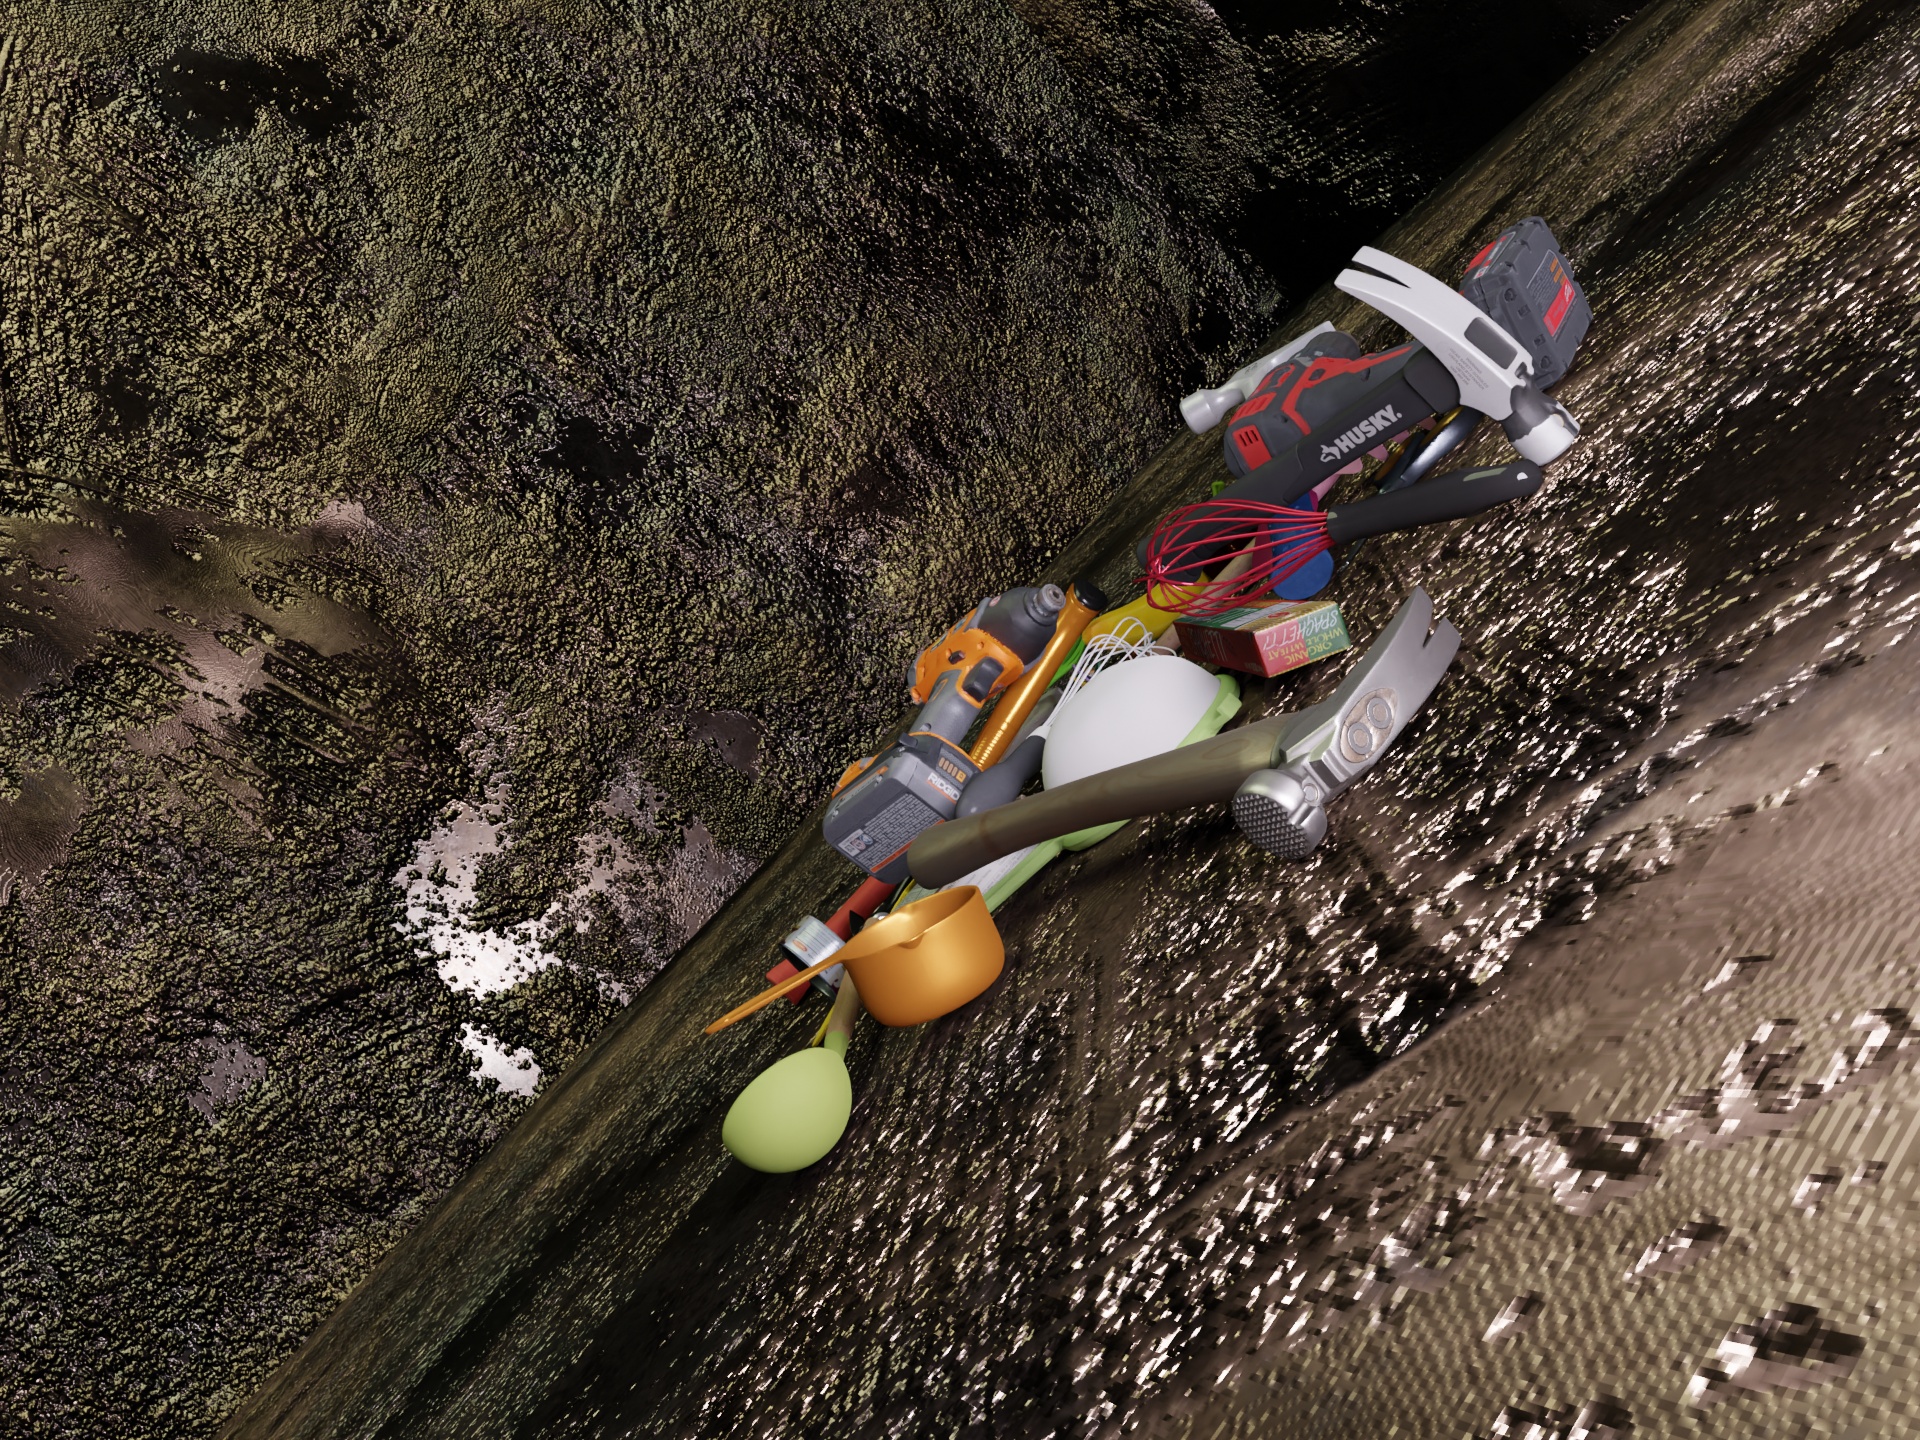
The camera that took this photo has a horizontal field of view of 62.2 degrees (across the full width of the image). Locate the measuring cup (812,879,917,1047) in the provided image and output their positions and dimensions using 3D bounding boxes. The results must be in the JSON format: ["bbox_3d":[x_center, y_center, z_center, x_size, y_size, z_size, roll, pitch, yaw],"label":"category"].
[{"bbox_3d":[-0.055,0.177,1.157,0.156,0.029,0.062,-57,7,-2],"label":"measuring cup"}]

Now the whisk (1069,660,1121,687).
[{"bbox_3d":[0.116,-0.028,1.340,0.047,0.051,0.245,-9,3,4],"label":"whisk"}]

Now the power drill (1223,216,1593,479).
[{"bbox_3d":[0.296,-0.246,1.068,0.227,0.080,0.188,-20,21,42],"label":"power drill"}]

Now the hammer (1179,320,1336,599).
[{"bbox_3d":[0.241,-0.199,1.194,0.144,0.035,0.406,-28,24,20],"label":"hammer"}]

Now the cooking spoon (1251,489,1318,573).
[{"bbox_3d":[0.245,-0.199,1.262,0.068,0.017,0.319,-46,17,28],"label":"cooking spoon"}]

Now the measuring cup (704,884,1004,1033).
[{"bbox_3d":[-0.056,0.154,0.895,0.173,0.052,0.095,-27,6,-1],"label":"measuring cup"}]

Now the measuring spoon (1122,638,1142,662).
[{"bbox_3d":[0.141,-0.048,1.293,0.021,0.011,0.117,-46,-7,-4],"label":"measuring spoon"}]

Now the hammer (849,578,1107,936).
[{"bbox_3d":[0.015,0.035,1.260,0.337,0.034,0.127,-57,6,-6],"label":"hammer"}]

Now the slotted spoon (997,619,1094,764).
[{"bbox_3d":[0.030,0.026,1.374,0.314,0.031,0.070,-57,30,-11],"label":"slotted spoon"}]

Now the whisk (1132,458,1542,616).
[{"bbox_3d":[0.204,-0.109,0.915,0.073,0.073,0.296,-48,21,-29],"label":"whisk"}]

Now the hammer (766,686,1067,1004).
[{"bbox_3d":[-0.034,0.109,1.418,0.359,0.036,0.149,-46,5,-18],"label":"hammer"}]

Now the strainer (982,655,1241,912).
[{"bbox_3d":[0.060,0.042,1.002,0.256,0.069,0.151,-43,5,7],"label":"strainer"}]

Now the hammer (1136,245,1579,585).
[{"bbox_3d":[0.201,-0.156,0.960,0.035,0.146,0.335,-51,9,-27],"label":"hammer"}]

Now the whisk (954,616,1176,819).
[{"bbox_3d":[0.073,0.001,1.115,0.070,0.070,0.284,-41,-1,41],"label":"whisk"}]

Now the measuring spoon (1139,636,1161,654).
[{"bbox_3d":[0.173,-0.075,1.374,0.042,0.021,0.129,-16,27,24],"label":"measuring spoon"}]

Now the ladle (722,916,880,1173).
[{"bbox_3d":[-0.084,0.183,0.996,0.078,0.062,0.320,-57,4,15],"label":"ladle"}]

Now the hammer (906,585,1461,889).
[{"bbox_3d":[0.084,0.035,0.838,0.146,0.038,0.410,-46,11,-28],"label":"hammer"}]

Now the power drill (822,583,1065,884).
[{"bbox_3d":[-0.002,-0.004,1.164,0.164,0.084,0.227,-38,19,45],"label":"power drill"}]

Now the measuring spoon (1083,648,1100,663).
[{"bbox_3d":[0.149,-0.075,1.428,0.124,0.018,0.034,-36,5,-36],"label":"measuring spoon"}]

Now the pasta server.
[{"bbox_3d":[0.246,-0.137,1.230,0.316,0.040,0.060,-47,4,21],"label":"pasta server"}]
